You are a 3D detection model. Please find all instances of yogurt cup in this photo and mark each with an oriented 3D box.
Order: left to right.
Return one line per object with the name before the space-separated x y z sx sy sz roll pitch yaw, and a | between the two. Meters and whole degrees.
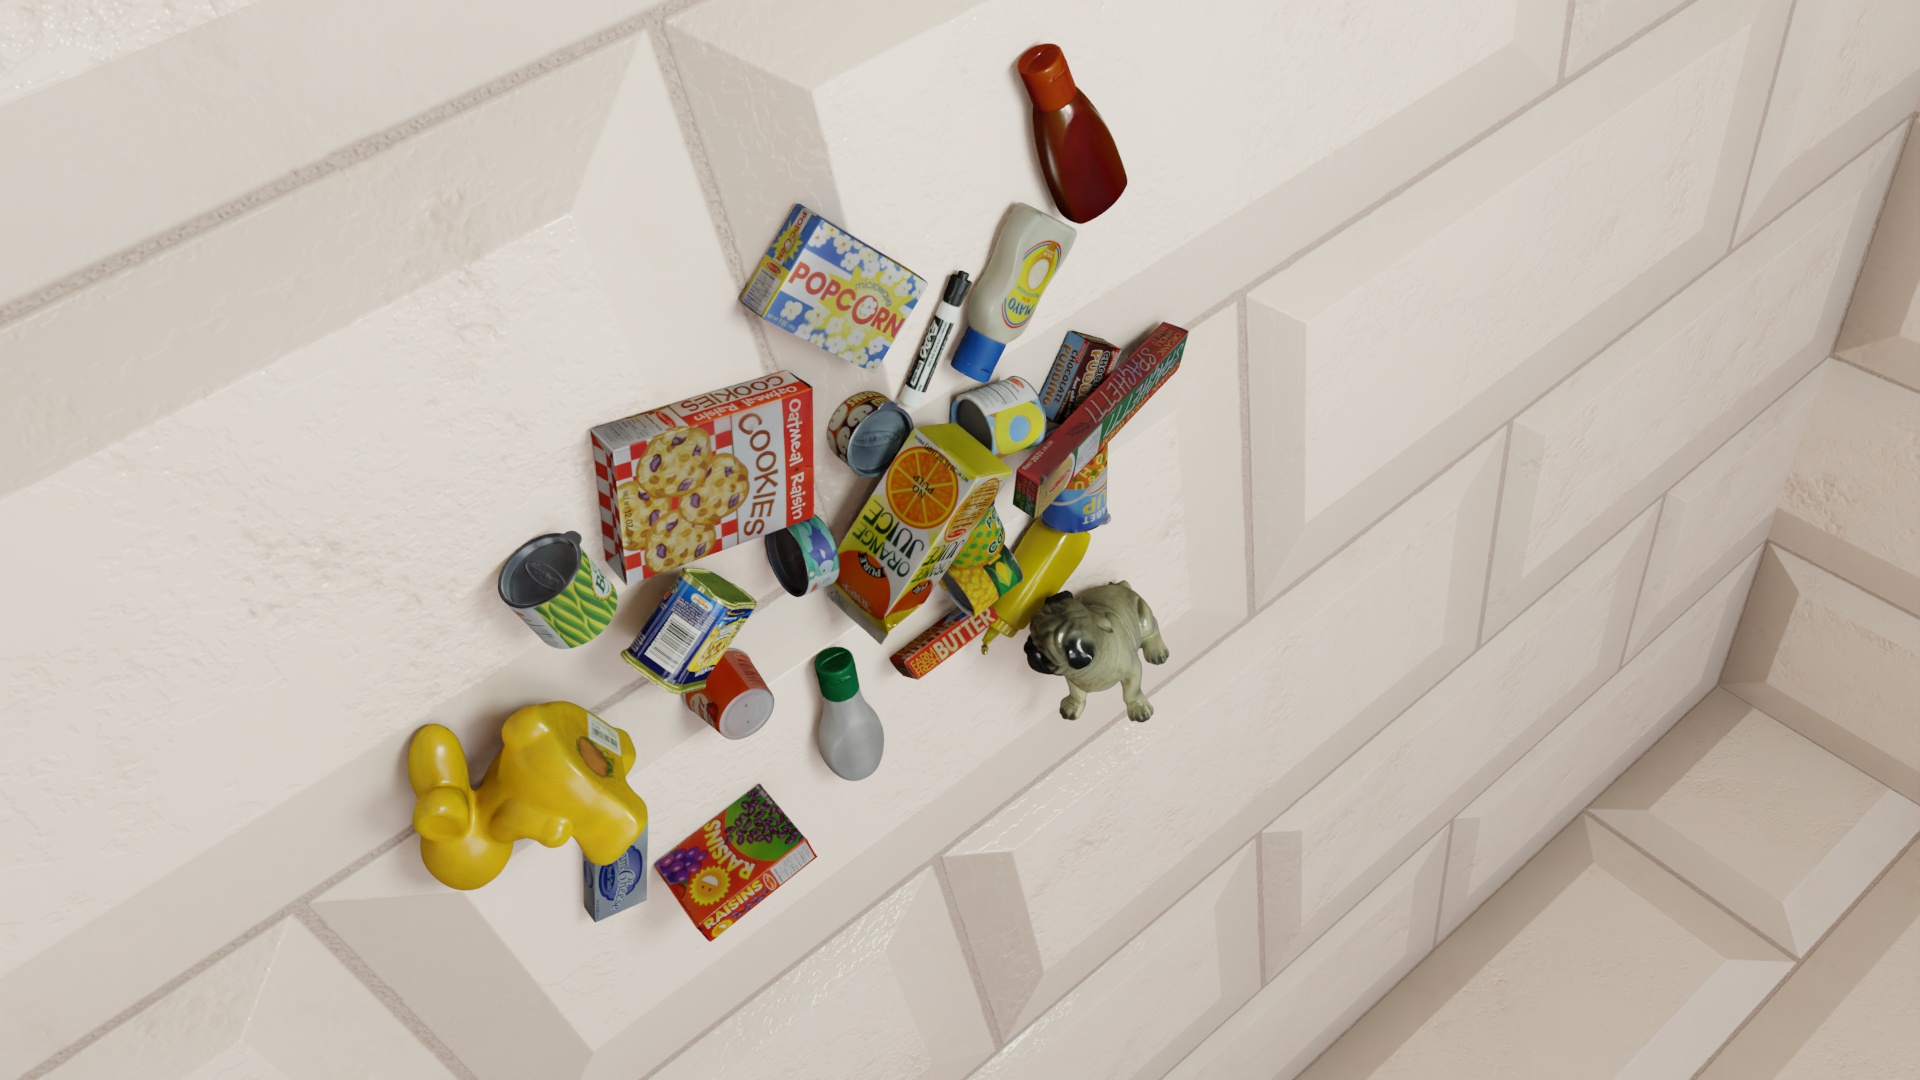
yogurt cup | -0.196 0.134 1.193 0.073 0.054 0.072 -26 135 -28

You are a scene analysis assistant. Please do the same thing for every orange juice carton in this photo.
orange juice carton | -0.045 -0.003 1.189 0.192 0.072 0.073 -56 162 21

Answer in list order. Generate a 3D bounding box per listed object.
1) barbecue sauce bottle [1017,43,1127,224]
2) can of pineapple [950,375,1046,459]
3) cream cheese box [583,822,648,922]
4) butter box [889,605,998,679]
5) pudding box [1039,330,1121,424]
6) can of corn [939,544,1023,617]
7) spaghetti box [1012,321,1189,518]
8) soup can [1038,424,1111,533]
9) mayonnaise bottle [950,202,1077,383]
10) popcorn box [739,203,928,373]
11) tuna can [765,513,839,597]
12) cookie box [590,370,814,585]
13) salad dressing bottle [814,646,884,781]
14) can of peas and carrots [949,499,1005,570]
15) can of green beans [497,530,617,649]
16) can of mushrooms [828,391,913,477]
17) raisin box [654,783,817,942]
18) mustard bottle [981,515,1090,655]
barbecue sauce bottle | 0.087 -0.327 1.112 0.065 0.044 0.148 -44 140 -9
can of pineapple | 0.033 -0.103 1.216 0.058 0.071 0.070 -22 133 -29
cream cheese box | -0.306 0.286 1.232 0.053 0.024 0.103 -18 131 -35
butter box | -0.016 0.094 1.334 0.104 0.053 0.024 -36 101 -17
pudding box | 0.108 -0.148 1.282 0.050 0.030 0.083 5 116 -47
can of corn | 0.015 0.028 1.302 0.058 0.071 0.071 -37 139 -15
spaghetti box | 0.131 -0.115 1.273 0.251 0.029 0.050 -46 157 -31
soup can | 0.110 -0.059 1.321 0.071 0.071 0.083 -27 135 -26
mayonnaise bottle | 0.040 -0.205 1.164 0.065 0.041 0.147 11 111 -49
popcorn box | -0.094 -0.189 1.051 0.126 0.038 0.085 21 103 -50
tuna can | -0.132 0.009 1.150 0.033 0.071 0.070 -22 133 -32
cookie box | -0.192 -0.049 1.065 0.168 0.040 0.122 -22 133 -31
salad dressing bottle | -0.108 0.164 1.310 0.064 0.044 0.146 -28 135 -23
can of peas and carrots | 0.004 -0.016 1.255 0.071 0.071 0.058 -40 141 -12
can of green beans | -0.293 0.038 1.016 0.071 0.071 0.057 -40 140 -12
can of mushrooms | -0.074 -0.090 1.151 0.071 0.033 0.070 -24 134 -28
raisin box | -0.208 0.297 1.283 0.124 0.086 0.040 -37 141 -16
mustard bottle | 0.064 0.046 1.375 0.160 0.049 0.065 -54 147 5
